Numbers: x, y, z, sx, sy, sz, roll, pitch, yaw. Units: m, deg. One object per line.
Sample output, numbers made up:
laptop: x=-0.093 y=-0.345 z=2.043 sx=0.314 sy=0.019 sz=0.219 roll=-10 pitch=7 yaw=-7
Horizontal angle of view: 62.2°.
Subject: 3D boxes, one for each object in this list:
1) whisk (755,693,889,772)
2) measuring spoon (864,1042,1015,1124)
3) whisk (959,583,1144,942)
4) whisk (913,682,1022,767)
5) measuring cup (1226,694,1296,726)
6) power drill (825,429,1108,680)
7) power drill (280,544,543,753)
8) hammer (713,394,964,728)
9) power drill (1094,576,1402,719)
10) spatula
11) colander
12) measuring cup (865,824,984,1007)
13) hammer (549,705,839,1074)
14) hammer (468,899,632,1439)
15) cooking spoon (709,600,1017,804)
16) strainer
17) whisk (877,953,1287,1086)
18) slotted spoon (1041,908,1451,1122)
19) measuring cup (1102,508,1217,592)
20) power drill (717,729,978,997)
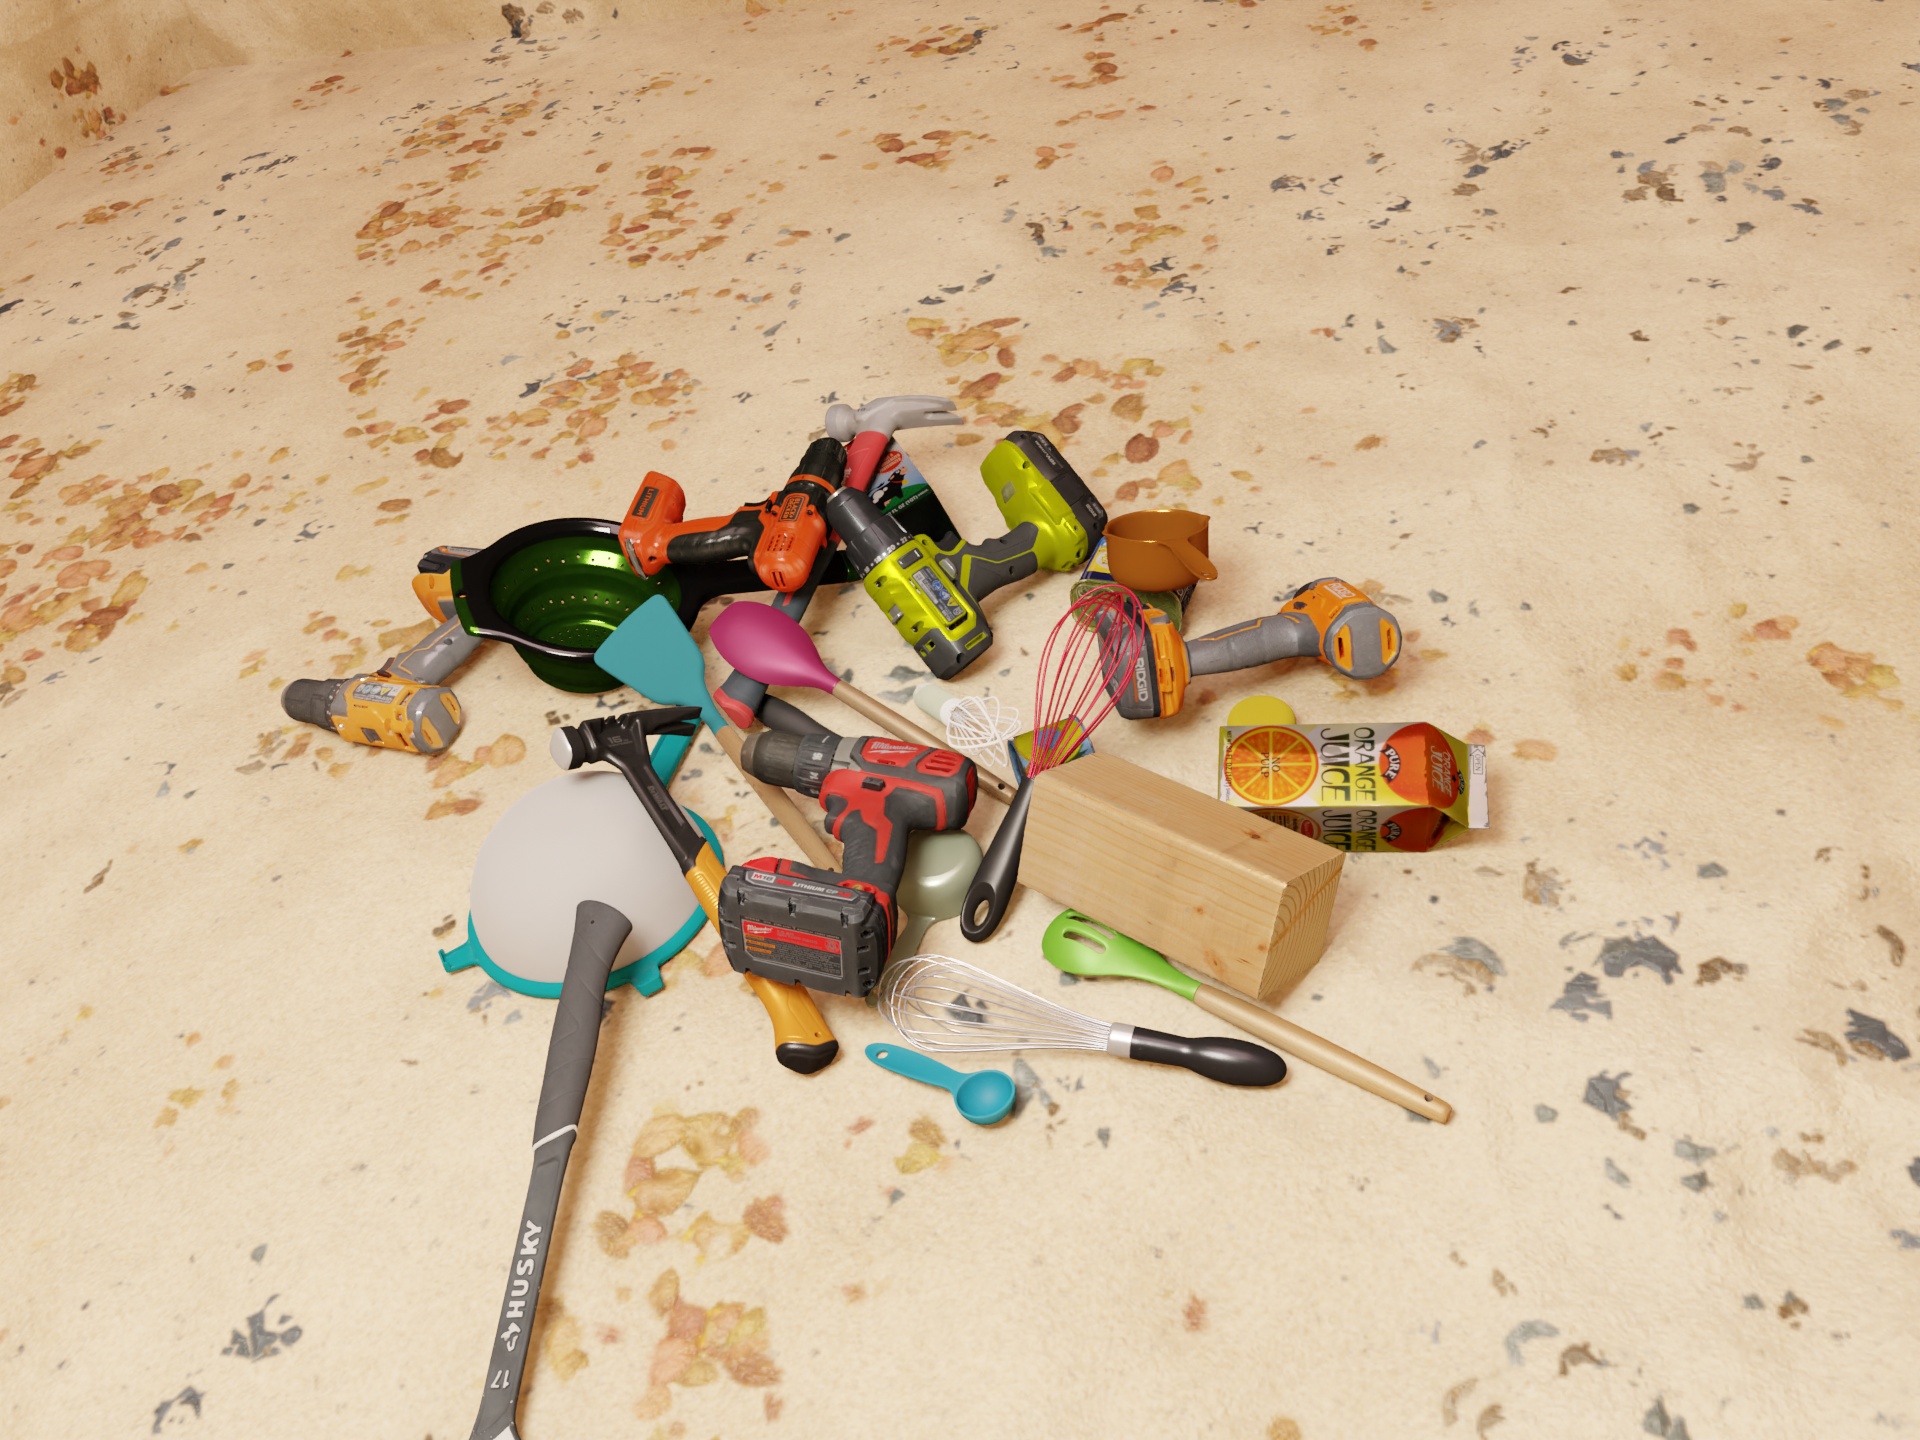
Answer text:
whisk: x=-0.109 y=0.025 z=1.341 sx=0.055 sy=0.055 sz=0.239 roll=-37 pitch=42 yaw=-25
measuring spoon: x=-0.015 y=0.249 z=1.091 sx=0.129 sy=0.021 sz=0.042 roll=12 pitch=42 yaw=38
whisk: x=0.065 y=0.029 z=1.200 sx=0.073 sy=0.073 sz=0.296 roll=18 pitch=80 yaw=31
whisk: x=-0.002 y=-0.004 z=1.275 sx=0.058 sy=0.059 sz=0.246 roll=-27 pitch=14 yaw=-9
measuring cup: x=0.272 y=0.026 z=1.250 sx=0.062 sy=0.029 sz=0.157 roll=-32 pitch=44 yaw=-21
power drill: x=0.005 y=-0.168 z=1.440 sx=0.228 sy=0.080 sz=0.190 roll=-37 pitch=88 yaw=-30
power drill: x=-0.525 y=-0.067 z=1.523 sx=0.185 sy=0.084 sz=0.226 roll=7 pitch=49 yaw=23
hammer: x=-0.119 y=-0.154 z=1.456 sx=0.143 sy=0.038 sz=0.387 roll=2 pitch=53 yaw=29
power drill: x=0.231 y=-0.069 z=1.320 sx=0.226 sy=0.084 sz=0.164 roll=-9 pitch=18 yaw=-1
spatula: x=-0.189 y=0.024 z=1.310 sx=0.082 sy=0.044 sz=0.318 roll=-44 pitch=61 yaw=2
colander: x=-0.271 y=-0.102 z=1.500 sx=0.397 sy=0.094 sz=0.205 roll=-8 pitch=45 yaw=-22
measuring cup: x=-0.035 y=0.142 z=1.191 sx=0.083 sy=0.038 sz=0.168 roll=9 pitch=43 yaw=23
hammer: x=-0.181 y=0.119 z=1.191 sx=0.127 sy=0.034 sz=0.337 roll=-12 pitch=53 yaw=-39
hammer: x=-0.275 y=0.296 z=1.045 sx=0.149 sy=0.036 sz=0.409 roll=-6 pitch=50 yaw=10
cooking spoon: x=-0.083 y=-0.015 z=1.334 sx=0.319 sy=0.017 sz=0.069 roll=32 pitch=67 yaw=20
strainer: x=-0.284 y=0.065 z=1.299 sx=0.211 sy=0.095 sz=0.341 roll=3 pitch=45 yaw=18
whisk: x=0.078 y=0.212 z=1.080 sx=0.284 sy=0.070 sz=0.070 roll=8 pitch=45 yaw=15
slotted spoon: x=0.187 y=0.196 z=1.087 sx=0.314 sy=0.031 sz=0.070 roll=23 pitch=48 yaw=32
measuring cup: x=0.177 y=-0.125 z=1.313 sx=0.095 sy=0.052 sz=0.174 roll=-10 pitch=27 yaw=-9
power drill: x=-0.103 y=0.086 z=1.168 sx=0.188 sy=0.080 sz=0.227 roll=10 pitch=37 yaw=13
